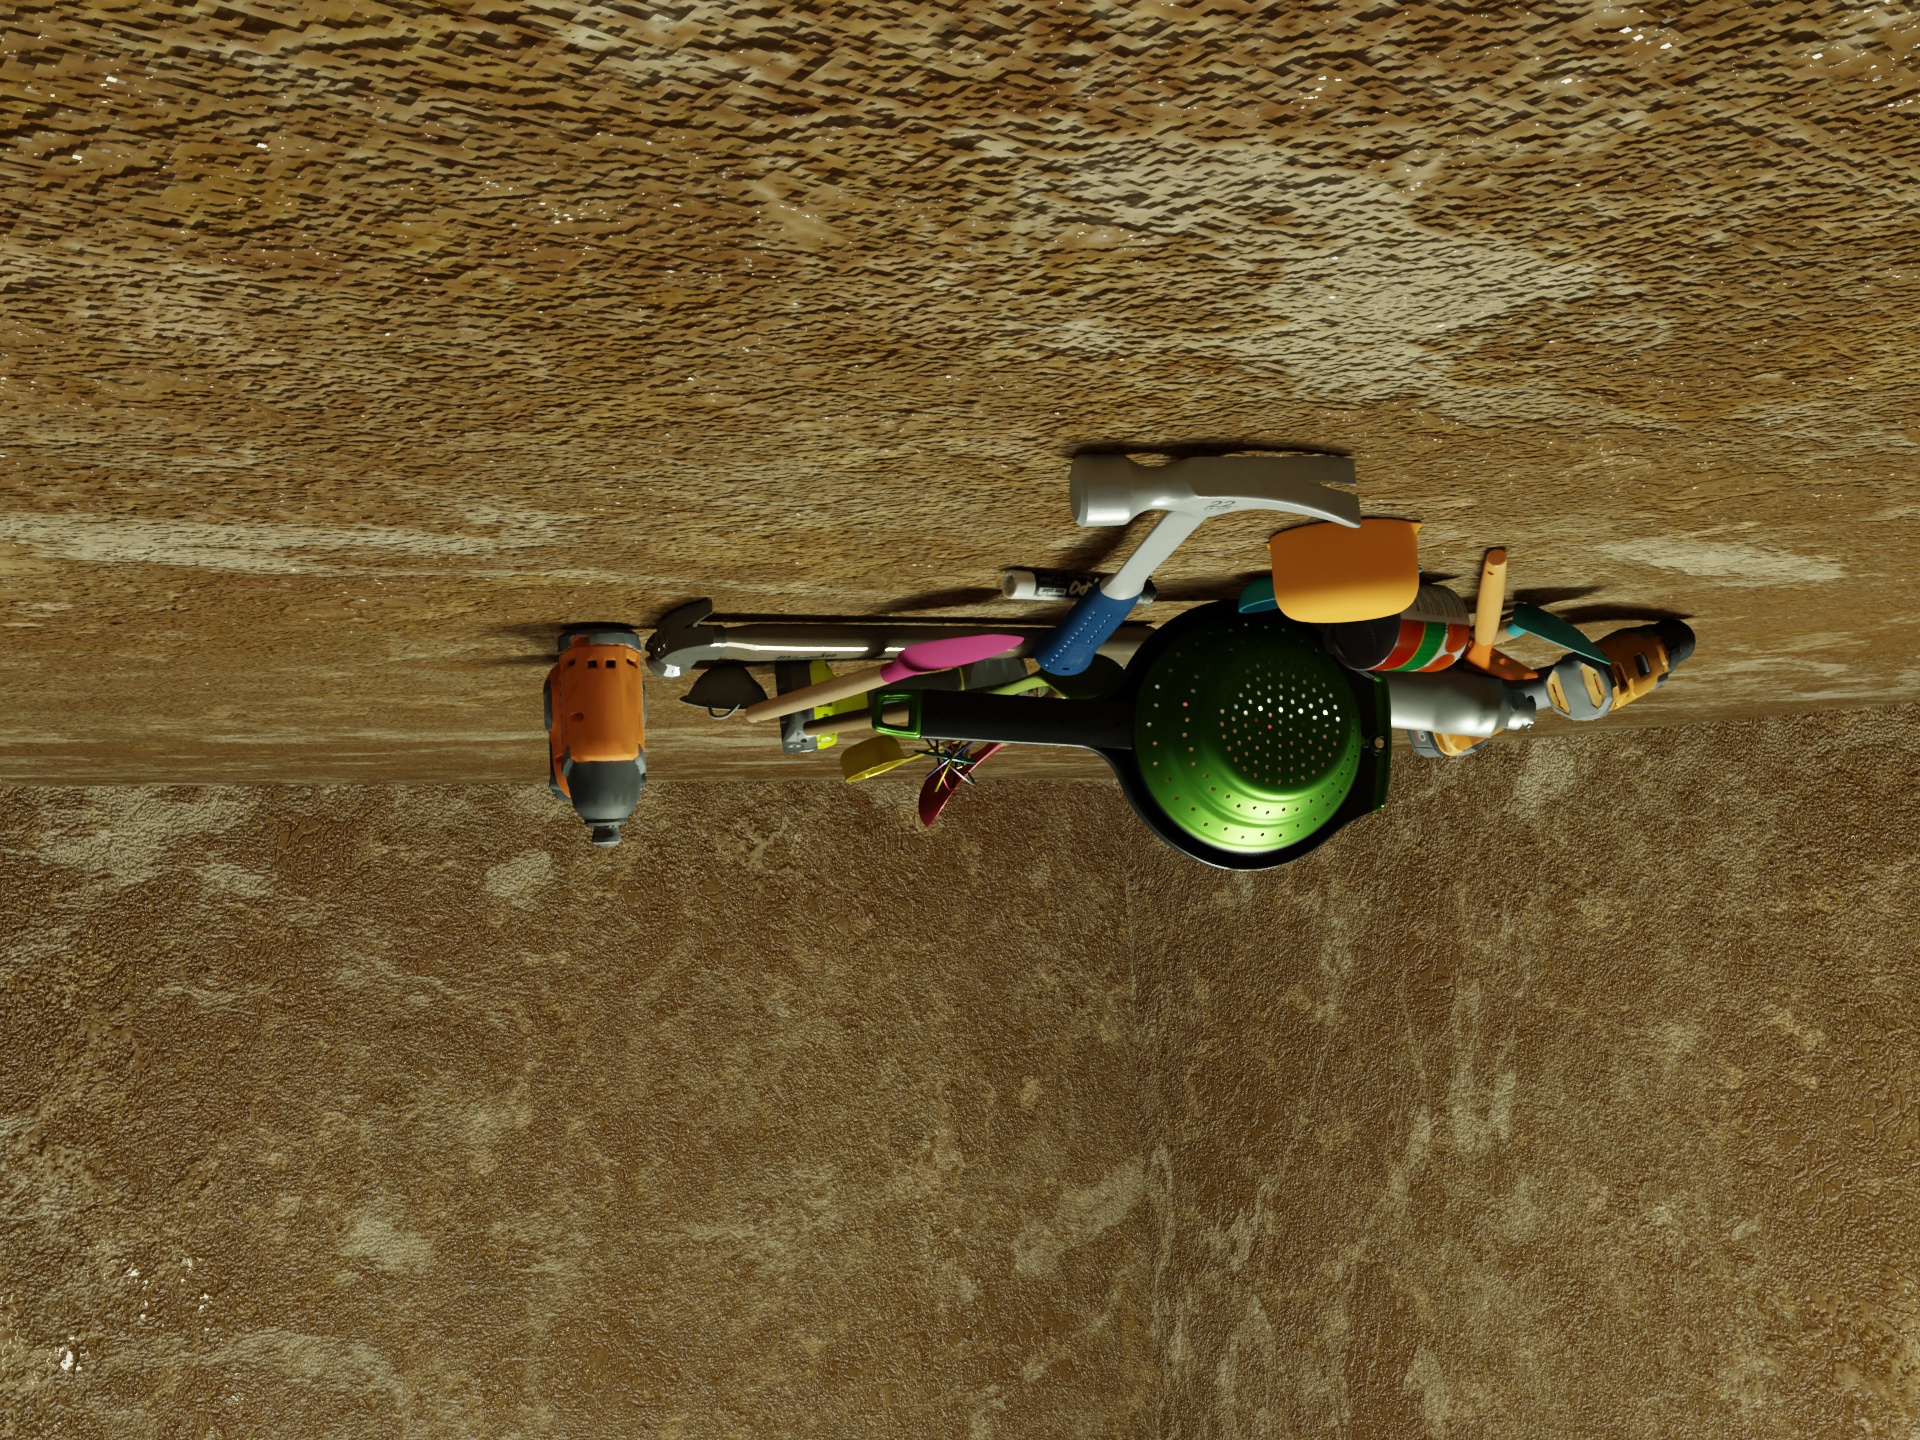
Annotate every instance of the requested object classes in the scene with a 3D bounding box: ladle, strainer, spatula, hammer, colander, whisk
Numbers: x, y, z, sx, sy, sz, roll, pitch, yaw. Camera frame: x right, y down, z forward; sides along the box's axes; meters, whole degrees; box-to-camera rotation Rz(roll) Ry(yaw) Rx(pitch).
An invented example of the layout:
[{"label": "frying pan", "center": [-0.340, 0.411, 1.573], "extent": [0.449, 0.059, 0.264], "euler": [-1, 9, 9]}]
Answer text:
[{"label": "ladle", "center": [0.054, 0.006, 1.431], "extent": [0.031, 0.069, 0.315], "euler": [37, 130, -17]}, {"label": "strainer", "center": [-0.210, -0.027, 1.499], "extent": [0.087, 0.050, 0.258], "euler": [4, -179, -1]}, {"label": "spatula", "center": [0.398, -0.078, 1.191], "extent": [0.081, 0.041, 0.322], "euler": [33, 177, 20]}, {"label": "spatula", "center": [0.466, -0.068, 1.381], "extent": [0.082, 0.044, 0.317], "euler": [21, 176, -1]}, {"label": "hammer", "center": [0.103, -0.081, 0.932], "extent": [0.144, 0.035, 0.405], "euler": [-2, 171, -7]}, {"label": "hammer", "center": [-0.025, -0.062, 1.225], "extent": [0.410, 0.038, 0.146], "euler": [-1, 173, -23]}, {"label": "ladle", "center": [-0.002, -0.004, 1.299], "extent": [0.320, 0.062, 0.078], "euler": [-10, 167, 33]}, {"label": "colander", "center": [0.137, 0.001, 1.146], "extent": [0.397, 0.204, 0.094], "euler": [3, 173, -7]}, {"label": "whisk", "center": [-0.008, 0.033, 1.332], "extent": [0.051, 0.047, 0.245], "euler": [-1, 179, 2]}]

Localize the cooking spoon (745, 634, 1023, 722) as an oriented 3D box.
[{"label": "cooking spoon", "center": [-0.072, -0.031, 1.221], "extent": [0.068, 0.017, 0.319], "euler": [2, 169, -42]}]

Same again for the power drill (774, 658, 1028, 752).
[{"label": "power drill", "center": [-0.056, -0.019, 1.475], "extent": [0.223, 0.080, 0.171], "euler": [-6, 174, -5]}]

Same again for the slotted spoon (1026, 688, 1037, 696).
[{"label": "slotted spoon", "center": [0.092, -0.032, 1.689], "extent": [0.314, 0.031, 0.070], "euler": [-10, 172, 41]}]

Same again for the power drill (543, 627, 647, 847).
[{"label": "power drill", "center": [-0.289, 0.018, 1.271], "extent": [0.084, 0.164, 0.226], "euler": [-2, 177, -14]}]

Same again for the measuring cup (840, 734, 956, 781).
[{"label": "measuring cup", "center": [-0.038, 0.017, 1.435], "extent": [0.156, 0.029, 0.062], "euler": [-20, 174, -25]}]

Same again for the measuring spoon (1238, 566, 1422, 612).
[{"label": "measuring spoon", "center": [0.254, -0.098, 1.103], "extent": [0.128, 0.021, 0.042], "euler": [-12, 173, 3]}]

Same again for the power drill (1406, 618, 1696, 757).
[{"label": "power drill", "center": [0.543, -0.037, 1.460], "extent": [0.185, 0.084, 0.226], "euler": [-21, -178, -36]}]

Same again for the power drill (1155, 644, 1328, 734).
[{"label": "power drill", "center": [0.267, -0.036, 1.474], "extent": [0.143, 0.078, 0.219], "euler": [-7, 170, 42]}]

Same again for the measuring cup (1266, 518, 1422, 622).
[{"label": "measuring cup", "center": [0.254, -0.085, 1.000], "extent": [0.095, 0.052, 0.173], "euler": [-6, 172, 29]}]
